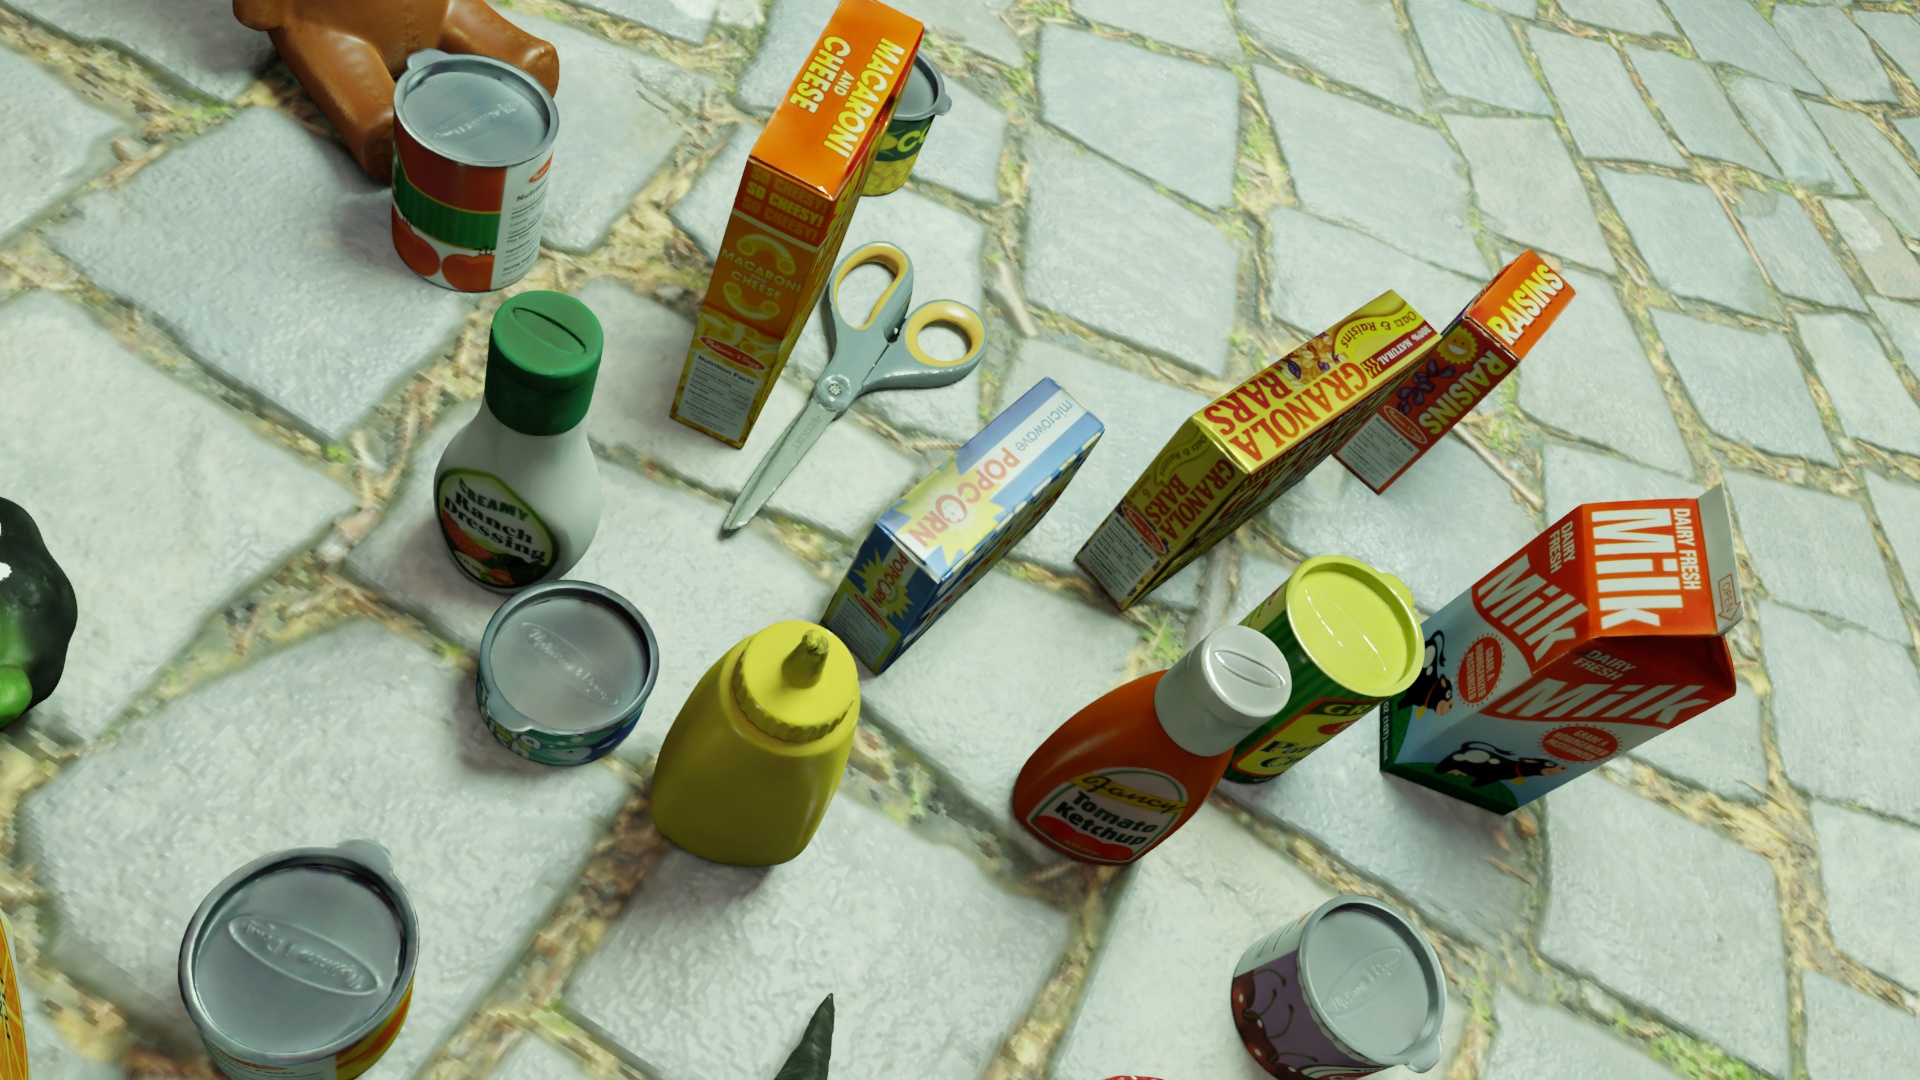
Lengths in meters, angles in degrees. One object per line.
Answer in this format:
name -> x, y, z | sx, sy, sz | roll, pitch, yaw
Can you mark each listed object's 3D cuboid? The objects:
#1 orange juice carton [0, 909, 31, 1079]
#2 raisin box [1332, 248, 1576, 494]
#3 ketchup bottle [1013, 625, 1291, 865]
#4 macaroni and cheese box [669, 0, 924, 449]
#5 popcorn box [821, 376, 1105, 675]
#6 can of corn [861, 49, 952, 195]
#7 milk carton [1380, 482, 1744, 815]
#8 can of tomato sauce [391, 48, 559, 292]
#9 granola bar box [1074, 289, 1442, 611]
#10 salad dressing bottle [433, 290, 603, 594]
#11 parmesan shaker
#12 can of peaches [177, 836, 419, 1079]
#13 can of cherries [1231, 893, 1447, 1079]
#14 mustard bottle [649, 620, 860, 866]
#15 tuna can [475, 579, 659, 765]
orange juice carton -> -0.288, 0.111, 0.340 | 0.072, 0.191, 0.073 | -11, 65, -29
raisin box -> 0.266, -0.091, 0.754 | 0.040, 0.122, 0.086 | 44, 53, 8
ketchup bottle -> 0.075, 0.081, 0.544 | 0.065, 0.148, 0.044 | 24, 53, -8
macaroni and cheese box -> -0.073, -0.137, 0.610 | 0.040, 0.165, 0.124 | 25, 53, -7
popcorn box -> 0.002, -0.008, 0.610 | 0.038, 0.084, 0.127 | 43, 53, 7
can of corn -> -0.047, -0.229, 0.749 | 0.071, 0.058, 0.071 | 11, 55, -17
milk carton -> 0.274, 0.050, 0.624 | 0.073, 0.189, 0.073 | 21, 53, -10
can of tomato sauce -> -0.219, -0.162, 0.616 | 0.071, 0.082, 0.071 | 11, 56, -17
granola bar box -> 0.144, -0.044, 0.670 | 0.166, 0.123, 0.039 | -32, 76, -35
salad dressing bottle -> -0.161, -0.033, 0.517 | 0.064, 0.147, 0.044 | 31, 52, -2
parmesan shaker -> 0.149, 0.059, 0.619 | 0.071, 0.102, 0.071 | 11, 56, -17
can of peaches -> -0.207, 0.136, 0.443 | 0.071, 0.057, 0.071 | 11, 55, -17
can of cherries -> 0.154, 0.188, 0.566 | 0.071, 0.058, 0.072 | 11, 55, -17
mustard bottle -> -0.066, 0.067, 0.485 | 0.065, 0.159, 0.049 | 19, 54, -11
tuna can -> -0.154, 0.053, 0.536 | 0.071, 0.032, 0.071 | 11, 55, -17
